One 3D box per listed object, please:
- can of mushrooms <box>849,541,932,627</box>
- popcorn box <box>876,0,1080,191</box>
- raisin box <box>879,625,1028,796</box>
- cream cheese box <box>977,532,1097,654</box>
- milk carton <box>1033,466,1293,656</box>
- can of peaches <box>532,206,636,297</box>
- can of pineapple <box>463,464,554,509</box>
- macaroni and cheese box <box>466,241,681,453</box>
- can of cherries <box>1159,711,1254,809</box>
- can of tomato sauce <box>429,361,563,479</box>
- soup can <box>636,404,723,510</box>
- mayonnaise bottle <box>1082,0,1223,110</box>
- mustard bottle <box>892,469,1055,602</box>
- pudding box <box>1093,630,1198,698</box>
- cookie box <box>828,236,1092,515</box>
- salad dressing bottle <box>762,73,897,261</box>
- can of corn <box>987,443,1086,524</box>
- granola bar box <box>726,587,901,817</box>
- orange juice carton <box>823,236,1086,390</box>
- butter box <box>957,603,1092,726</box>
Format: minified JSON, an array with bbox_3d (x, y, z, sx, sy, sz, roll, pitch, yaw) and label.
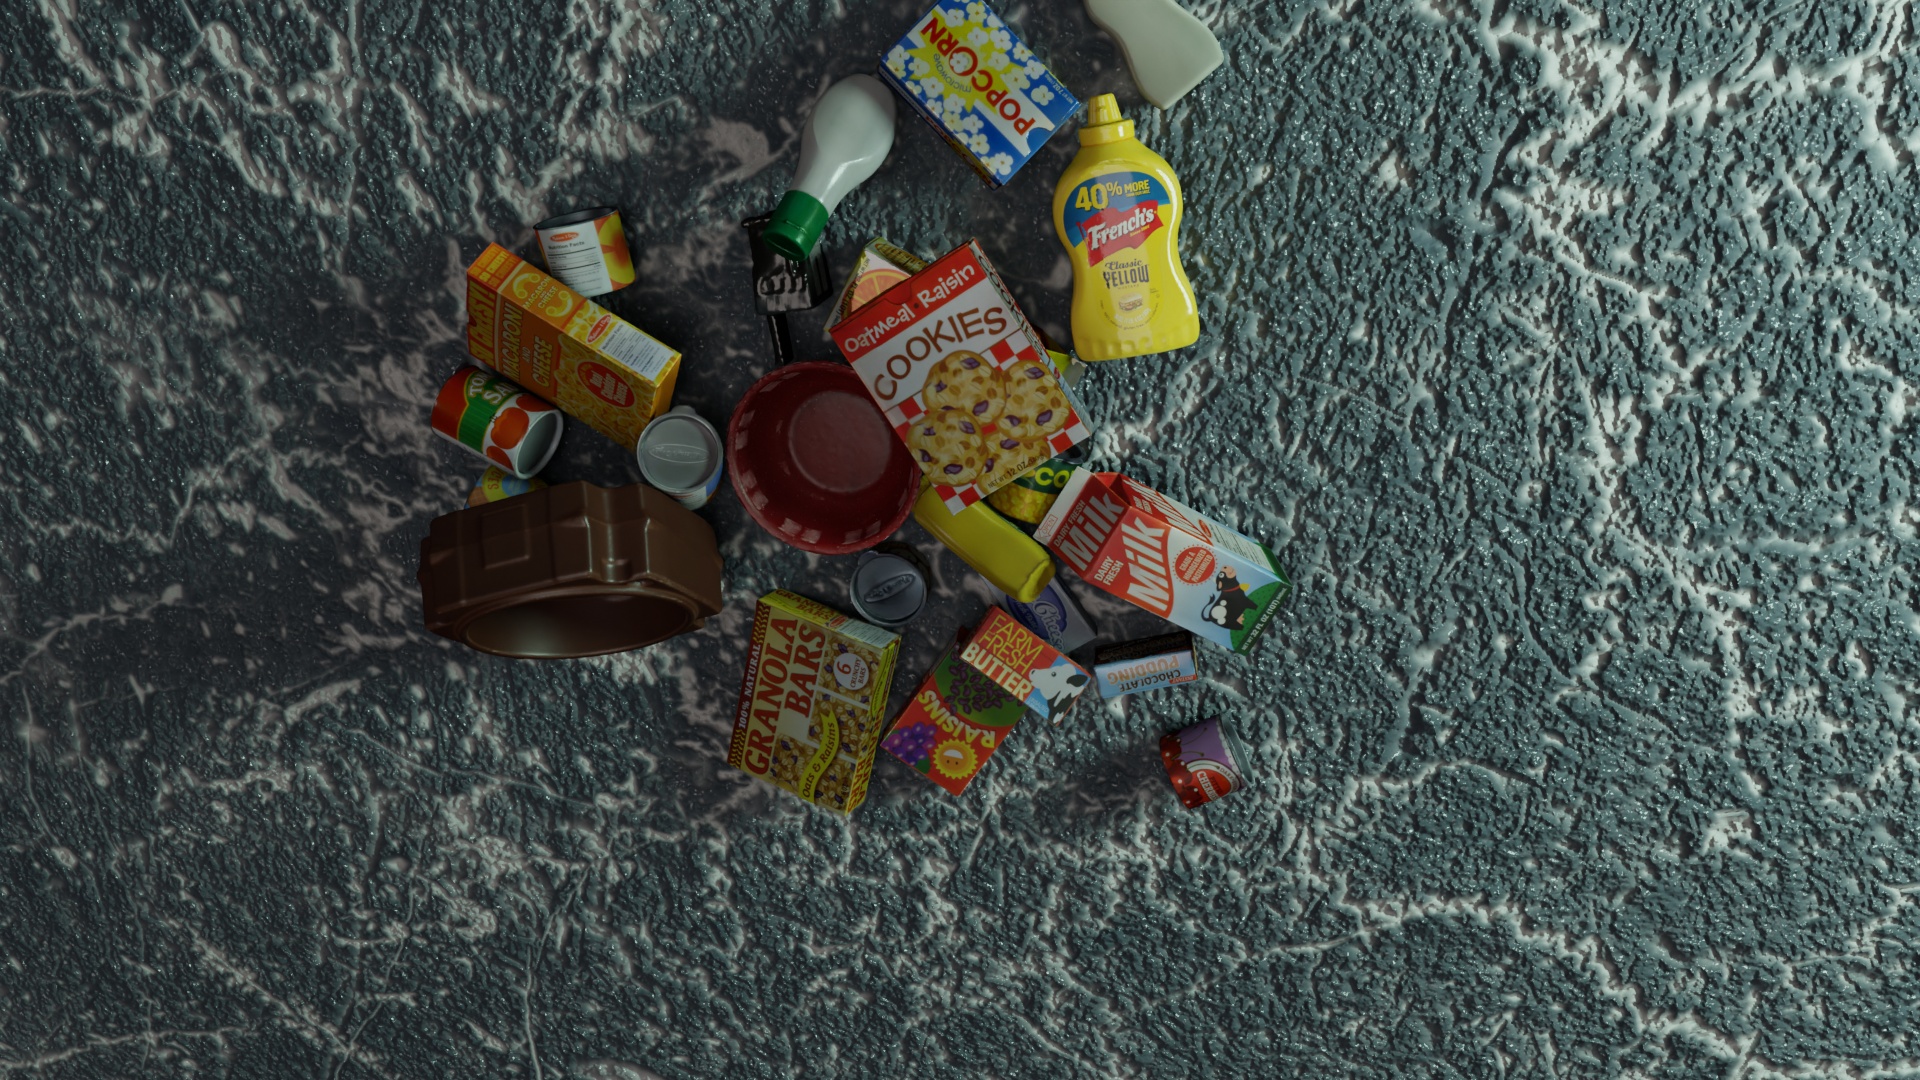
[{"bbox_3d":[-0.059,0.034,1.169,0.071,0.033,0.070,3,110,7],"label":"can of mushrooms"},{"bbox_3d":[0.012,-0.332,1.017,0.126,0.038,0.085,44,86,-8],"label":"popcorn box"},{"bbox_3d":[-0.001,0.148,1.197,0.086,0.040,0.123,34,109,-6],"label":"raisin box"},{"bbox_3d":[0.065,0.050,1.162,0.053,0.024,0.103,-32,102,16],"label":"cream cheese box"},{"bbox_3d":[0.156,0.010,1.094,0.190,0.074,0.072,26,110,-13],"label":"milk carton"},{"bbox_3d":[-0.294,-0.227,1.093,0.071,0.071,0.057,-7,114,10],"label":"can of peaches"},{"bbox_3d":[-0.377,-0.029,1.172,0.058,0.071,0.070,29,110,-2],"label":"can of pineapple"},{"bbox_3d":[-0.309,-0.148,1.100,0.166,0.040,0.123,31,151,-3],"label":"macaroni and cheese box"},{"bbox_3d":[0.207,0.187,1.165,0.058,0.072,0.071,-25,104,15],"label":"can of cherries"},{"bbox_3d":[-0.379,-0.099,1.141,0.083,0.071,0.071,27,111,8],"label":"can of tomato sauce"},{"bbox_3d":[-0.224,-0.065,1.121,0.071,0.083,0.071,1,81,-9],"label":"soup can"},{"bbox_3d":[0.122,-0.385,0.997,0.064,0.041,0.148,-38,99,16],"label":"mayonnaise bottle"},{"bbox_3d":[0.004,-0.014,1.119,0.160,0.065,0.049,39,89,20],"label":"mustard bottle"},{"bbox_3d":[0.154,0.103,1.155,0.083,0.050,0.030,-12,106,12],"label":"pudding box"},{"bbox_3d":[0.002,-0.120,1.025,0.123,0.040,0.167,-30,103,16],"label":"cookie box"},{"bbox_3d":[-0.097,-0.273,1.019,0.064,0.044,0.148,28,71,-5],"label":"salad dressing bottle"},{"bbox_3d":[0.061,-0.051,1.104,0.071,0.071,0.058,18,111,1],"label":"can of corn"},{"bbox_3d":[-0.129,0.139,1.195,0.124,0.039,0.164,20,111,18],"label":"granola bar box"},{"bbox_3d":[-0.002,-0.154,1.075,0.193,0.073,0.071,29,110,-3],"label":"orange juice carton"},{"bbox_3d":[0.053,0.102,1.147,0.103,0.024,0.053,36,90,-5],"label":"butter box"}]
